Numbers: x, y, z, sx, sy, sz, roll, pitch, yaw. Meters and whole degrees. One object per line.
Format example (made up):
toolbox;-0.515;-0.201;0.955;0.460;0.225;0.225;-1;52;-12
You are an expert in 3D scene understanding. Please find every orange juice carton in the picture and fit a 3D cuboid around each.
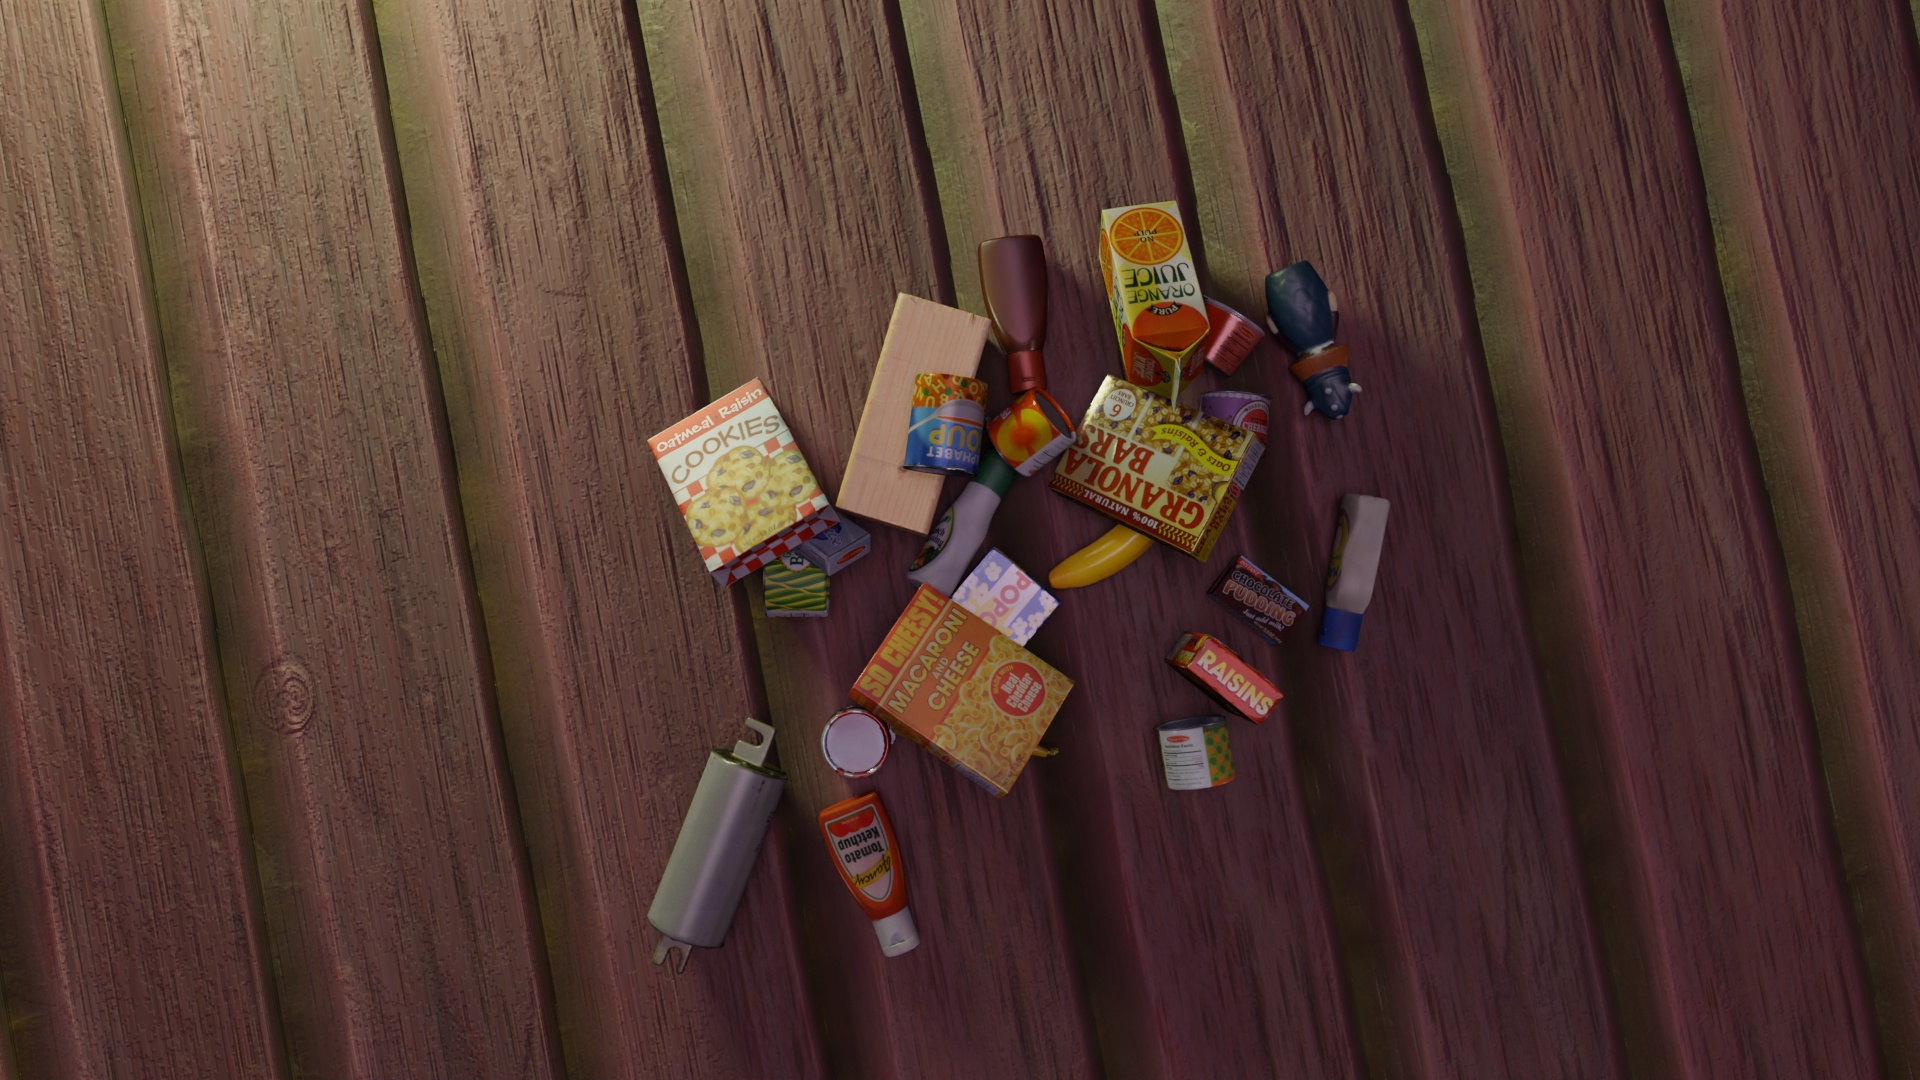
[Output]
orange juice carton;0.181;-0.215;1.286;0.073;0.071;0.193;-8;62;-1

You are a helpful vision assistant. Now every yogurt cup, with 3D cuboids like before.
yogurt cup;0.249;-0.192;1.328;0.072;0.072;0.054;32;96;0

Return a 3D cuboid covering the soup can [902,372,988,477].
soup can;-0.011;-0.101;1.223;0.071;0.071;0.083;7;88;-1

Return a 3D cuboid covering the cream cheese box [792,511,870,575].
cream cheese box;-0.138;-0.011;1.293;0.104;0.024;0.053;33;46;31

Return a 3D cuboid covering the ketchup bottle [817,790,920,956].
ketchup bottle;-0.081;0.315;1.308;0.065;0.043;0.148;-21;89;-2

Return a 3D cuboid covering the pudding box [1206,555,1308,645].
pudding box;0.286;0.057;1.335;0.084;0.030;0.049;38;87;0

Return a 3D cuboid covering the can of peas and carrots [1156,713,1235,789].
can of peas and carrots;0.224;0.199;1.312;0.071;0.071;0.058;-9;89;-2

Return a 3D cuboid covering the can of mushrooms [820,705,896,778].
can of mushrooms;-0.097;0.190;1.317;0.071;0.033;0.071;0;87;-1

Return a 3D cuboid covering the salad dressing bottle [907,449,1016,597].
salad dressing bottle;0.005;-0.016;1.316;0.044;0.064;0.148;35;77;-17

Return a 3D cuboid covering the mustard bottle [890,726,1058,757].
mustard bottle;0.016;0.181;1.307;0.160;0.065;0.049;17;83;-4

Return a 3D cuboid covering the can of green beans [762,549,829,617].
can of green beans;-0.153;0.039;1.305;0.058;0.071;0.071;0;88;-2

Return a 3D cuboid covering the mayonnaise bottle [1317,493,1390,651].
mayonnaise bottle;0.373;0.030;1.325;0.041;0.065;0.148;11;91;-2

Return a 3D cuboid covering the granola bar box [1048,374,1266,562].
granola bar box;0.180;-0.069;1.292;0.166;0.039;0.124;27;87;32

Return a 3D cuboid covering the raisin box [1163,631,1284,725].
raisin box;0.242;0.125;1.285;0.086;0.123;0.040;39;88;0

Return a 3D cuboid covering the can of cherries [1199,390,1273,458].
can of cherries;0.261;-0.109;1.321;0.071;0.071;0.058;6;88;-1

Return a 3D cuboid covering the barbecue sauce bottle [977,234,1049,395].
barbecue sauce bottle;0.056;-0.216;1.333;0.065;0.043;0.148;-7;89;-1

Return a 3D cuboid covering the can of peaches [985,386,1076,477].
can of peaches;0.066;-0.105;1.308;0.058;0.071;0.071;-37;89;22

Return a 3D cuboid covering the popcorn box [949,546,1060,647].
popcorn box;0.023;0.079;1.322;0.085;0.038;0.127;40;87;0

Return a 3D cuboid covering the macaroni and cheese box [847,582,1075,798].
macaroni and cheese box;0.001;0.136;1.262;0.166;0.040;0.124;34;67;1

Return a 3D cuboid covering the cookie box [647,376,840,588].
cookie box;-0.202;-0.056;1.285;0.123;0.040;0.168;-30;60;-2
